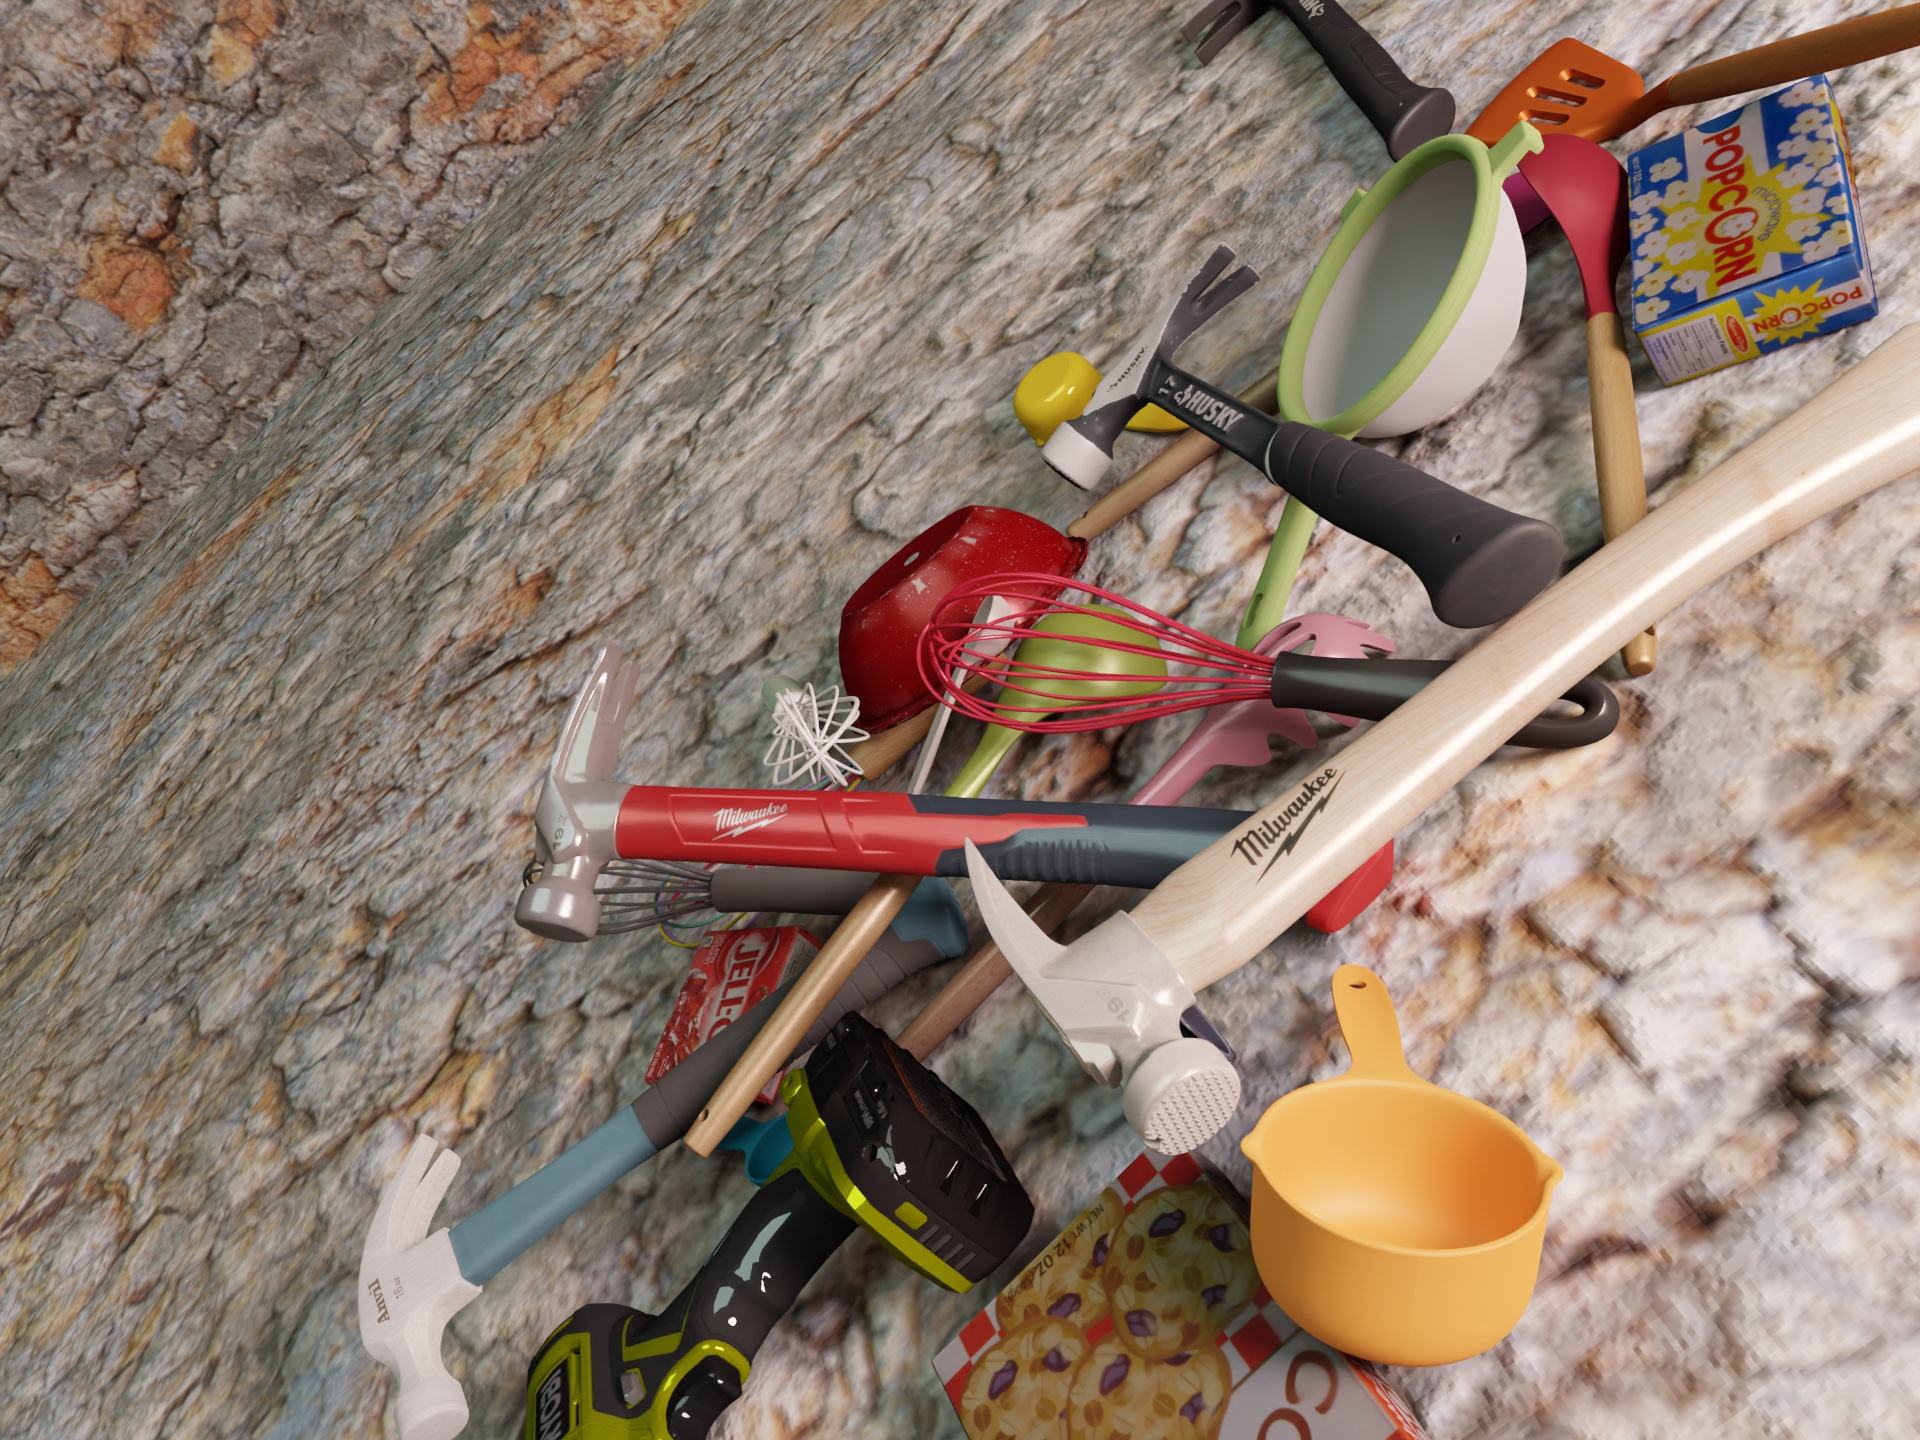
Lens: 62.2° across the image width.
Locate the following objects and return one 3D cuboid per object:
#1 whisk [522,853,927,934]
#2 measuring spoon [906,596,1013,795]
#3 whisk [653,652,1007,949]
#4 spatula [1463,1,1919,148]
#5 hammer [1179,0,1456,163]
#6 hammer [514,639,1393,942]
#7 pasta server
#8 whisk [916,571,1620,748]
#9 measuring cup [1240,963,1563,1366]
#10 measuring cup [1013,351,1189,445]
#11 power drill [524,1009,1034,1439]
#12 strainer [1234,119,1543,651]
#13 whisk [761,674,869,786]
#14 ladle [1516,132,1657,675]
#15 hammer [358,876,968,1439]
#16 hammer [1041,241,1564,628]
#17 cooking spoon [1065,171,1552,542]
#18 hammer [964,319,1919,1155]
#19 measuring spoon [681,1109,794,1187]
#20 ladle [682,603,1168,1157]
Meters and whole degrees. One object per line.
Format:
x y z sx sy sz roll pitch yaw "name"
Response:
-0.121 0.084 0.817 0.239 0.055 0.055 -3 50 19 "whisk"
-0.001 -0.002 0.763 0.034 0.018 0.124 -104 35 -72 "measuring spoon"
-0.074 0.037 0.870 0.245 0.051 0.047 -40 29 4 "whisk"
0.336 -0.298 0.723 0.081 0.041 0.323 -45 15 3 "spatula"
0.236 -0.430 1.014 0.146 0.035 0.335 -32 37 19 "hammer"
-0.012 0.035 0.684 0.386 0.038 0.143 1 66 22 "hammer"
0.065 0.066 0.707 0.316 0.040 0.060 -46 34 8 "pasta server"
0.112 -0.020 0.654 0.296 0.073 0.073 8 59 26 "whisk"
0.138 0.142 0.529 0.095 0.052 0.174 2 19 7 "measuring cup"
0.084 -0.190 0.936 0.062 0.029 0.157 -53 33 -10 "measuring cup"
-0.081 0.239 0.611 0.228 0.080 0.191 -48 17 -2 "power drill"
0.200 -0.140 0.743 0.256 0.069 0.151 -69 18 -1 "strainer"
-0.089 -0.002 0.865 0.059 0.057 0.246 -46 13 -3 "whisk"
0.276 -0.151 0.681 0.031 0.069 0.316 129 155 -54 "ladle"
-0.133 0.181 0.736 0.331 0.033 0.128 -35 49 -5 "hammer"
0.141 -0.125 0.703 0.149 0.036 0.409 -52 23 10 "hammer"
0.186 -0.190 0.839 0.319 0.017 0.069 -36 31 15 "cooking spoon"
0.192 -0.020 0.571 0.410 0.038 0.146 -36 41 -6 "hammer"
-0.101 0.202 0.757 0.128 0.021 0.042 -9 36 54 "measuring spoon"
-0.013 0.069 0.727 0.078 0.062 0.320 14 61 52 "ladle"
